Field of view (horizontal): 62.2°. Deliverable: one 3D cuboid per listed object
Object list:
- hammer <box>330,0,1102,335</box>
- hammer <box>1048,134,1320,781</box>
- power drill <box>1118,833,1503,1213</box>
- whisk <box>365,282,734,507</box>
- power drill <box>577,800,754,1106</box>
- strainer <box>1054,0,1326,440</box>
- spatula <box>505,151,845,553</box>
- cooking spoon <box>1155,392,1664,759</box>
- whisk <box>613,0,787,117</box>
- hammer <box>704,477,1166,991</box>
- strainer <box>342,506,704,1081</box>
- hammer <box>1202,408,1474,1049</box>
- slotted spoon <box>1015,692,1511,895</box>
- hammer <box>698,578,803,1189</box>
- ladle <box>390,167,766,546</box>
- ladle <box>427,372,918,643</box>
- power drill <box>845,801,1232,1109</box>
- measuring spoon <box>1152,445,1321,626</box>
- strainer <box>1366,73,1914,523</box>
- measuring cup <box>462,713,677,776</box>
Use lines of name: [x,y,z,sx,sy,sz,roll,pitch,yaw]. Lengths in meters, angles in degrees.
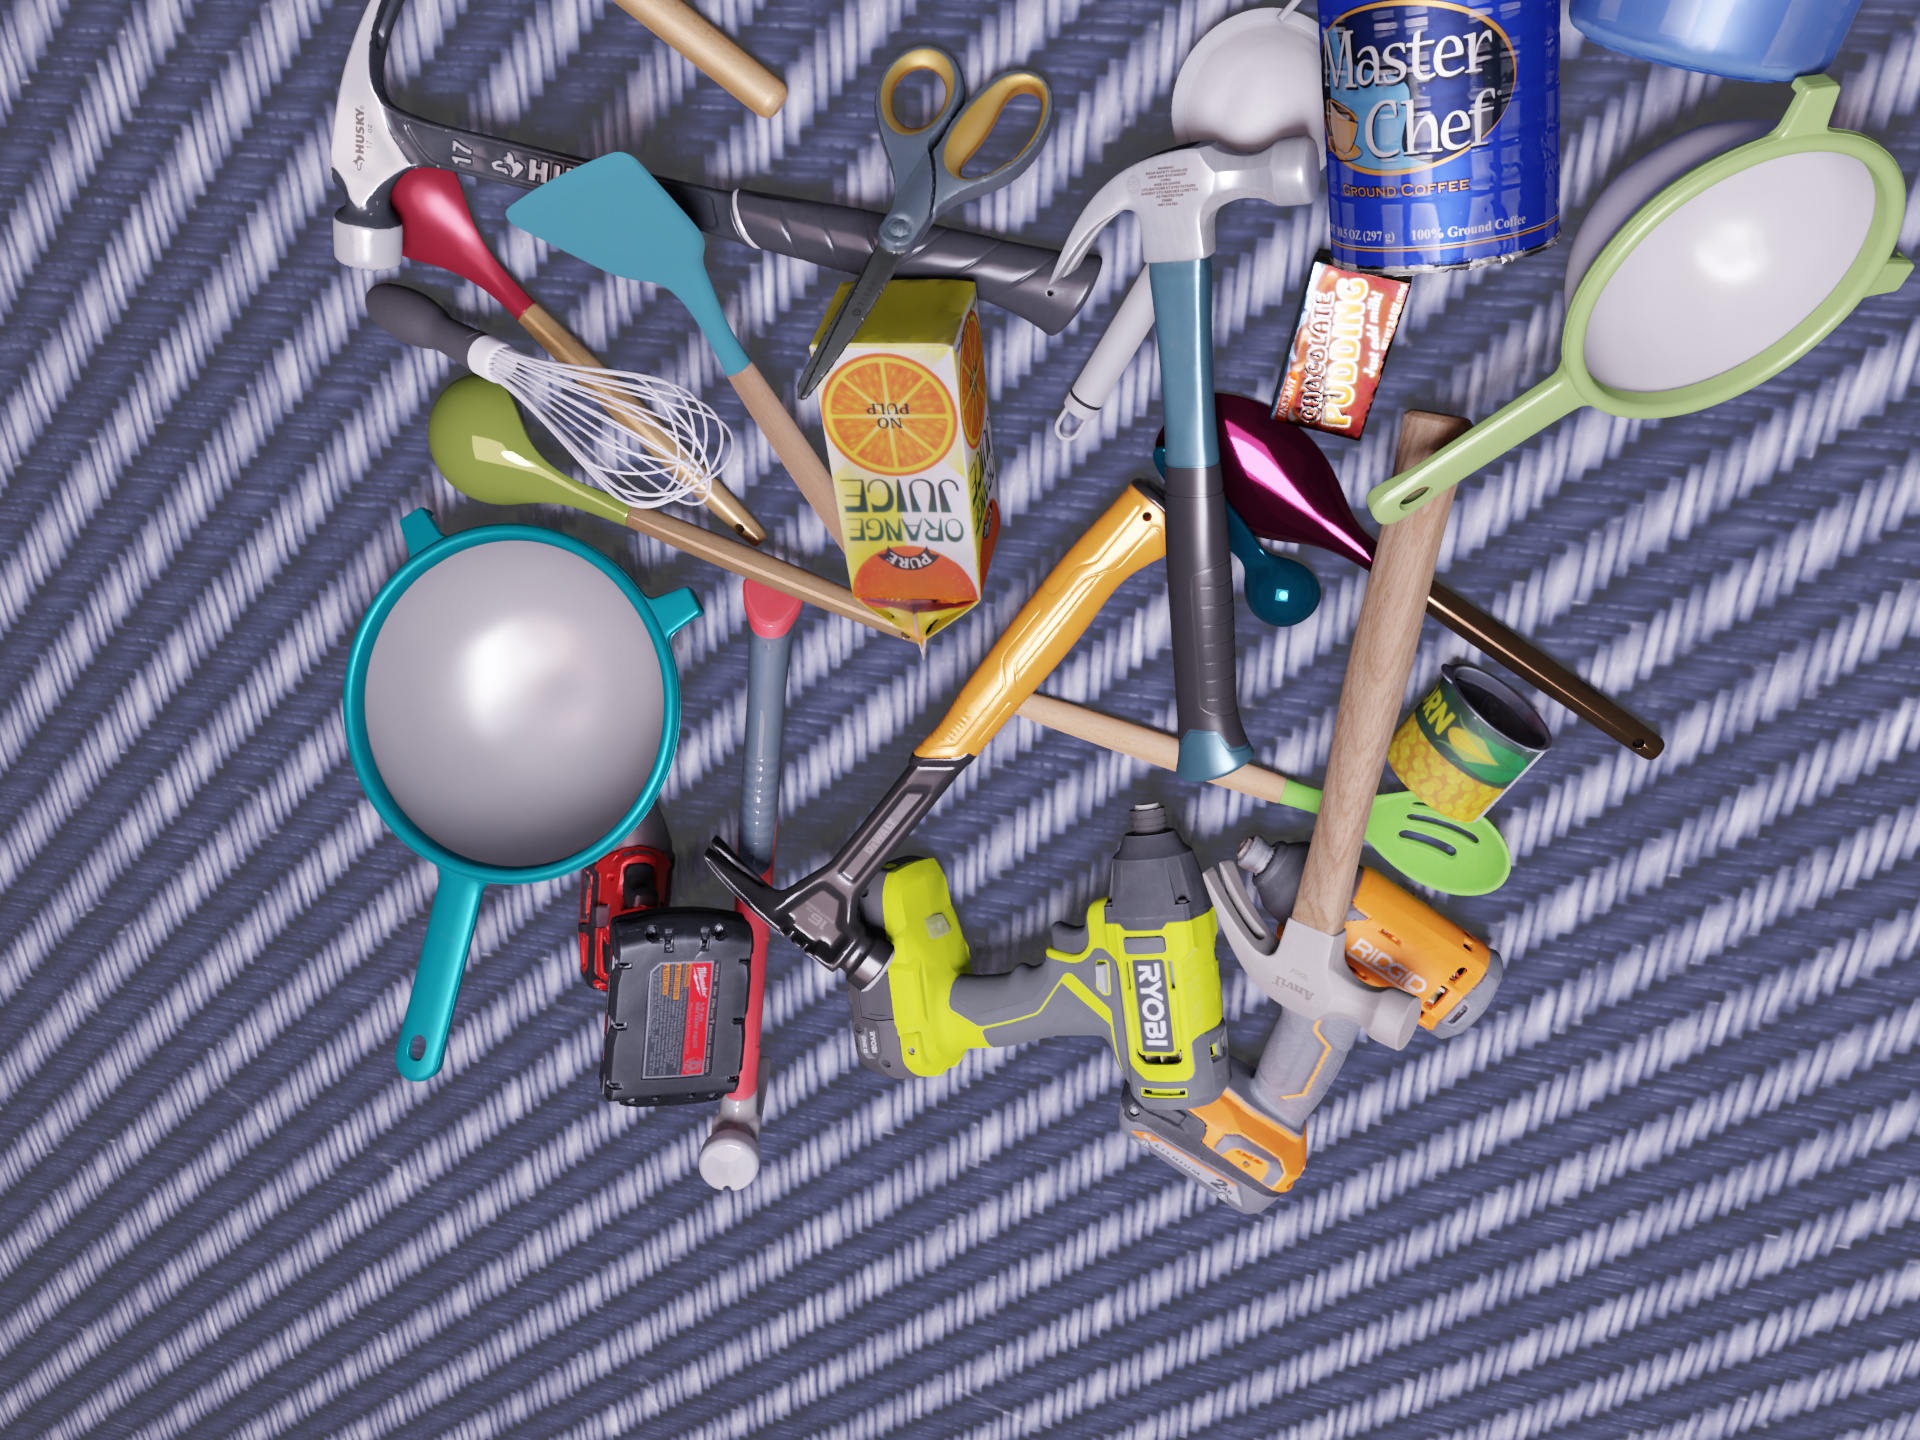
hammer: [-0.129,-0.270,0.823,0.409,0.036,0.149,13,119,3]
hammer: [0.119,-0.117,0.802,0.128,0.033,0.330,6,119,26]
power drill: [0.191,0.177,0.963,0.164,0.084,0.226,34,117,-1]
whisk: [-0.232,-0.185,0.861,0.285,0.070,0.070,30,125,28]
power drill: [-0.192,0.129,0.975,0.078,0.220,0.143,1,106,-22]
strainer: [0.114,-0.240,0.787,0.086,0.050,0.258,23,126,-14]
spatula: [-0.109,-0.161,0.849,0.082,0.044,0.317,-14,128,30]
cooking spoon: [0.243,-0.072,0.849,0.319,0.017,0.068,34,121,-2]
whisk: [-0.192,-0.383,0.795,0.245,0.047,0.051,37,120,-9]
hammer: [-0.001,-0.003,0.896,0.127,0.034,0.337,38,104,-6]
strainer: [-0.274,0.051,0.973,0.211,0.095,0.340,17,95,10]
hammer: [0.211,0.003,0.840,0.130,0.031,0.331,20,110,34]
slotted spoon: [0.162,0.030,0.922,0.314,0.031,0.070,18,134,8]
hammer: [-0.130,0.094,1.011,0.038,0.143,0.386,5,108,-4]
ladle: [-0.228,-0.213,0.906,0.315,0.031,0.069,44,120,-11]
ladle: [-0.161,-0.115,0.920,0.320,0.062,0.078,22,130,1]
power drill: [0.044,0.139,0.952,0.223,0.080,0.171,-6,93,28]
measuring spoon: [0.144,-0.095,0.852,0.128,0.021,0.042,45,135,-17]
strainer: [0.291,-0.185,0.734,0.256,0.069,0.151,-35,141,26]
measuring cup: [-0.265,0.026,1.034,0.167,0.038,0.083,-2,117,19]
